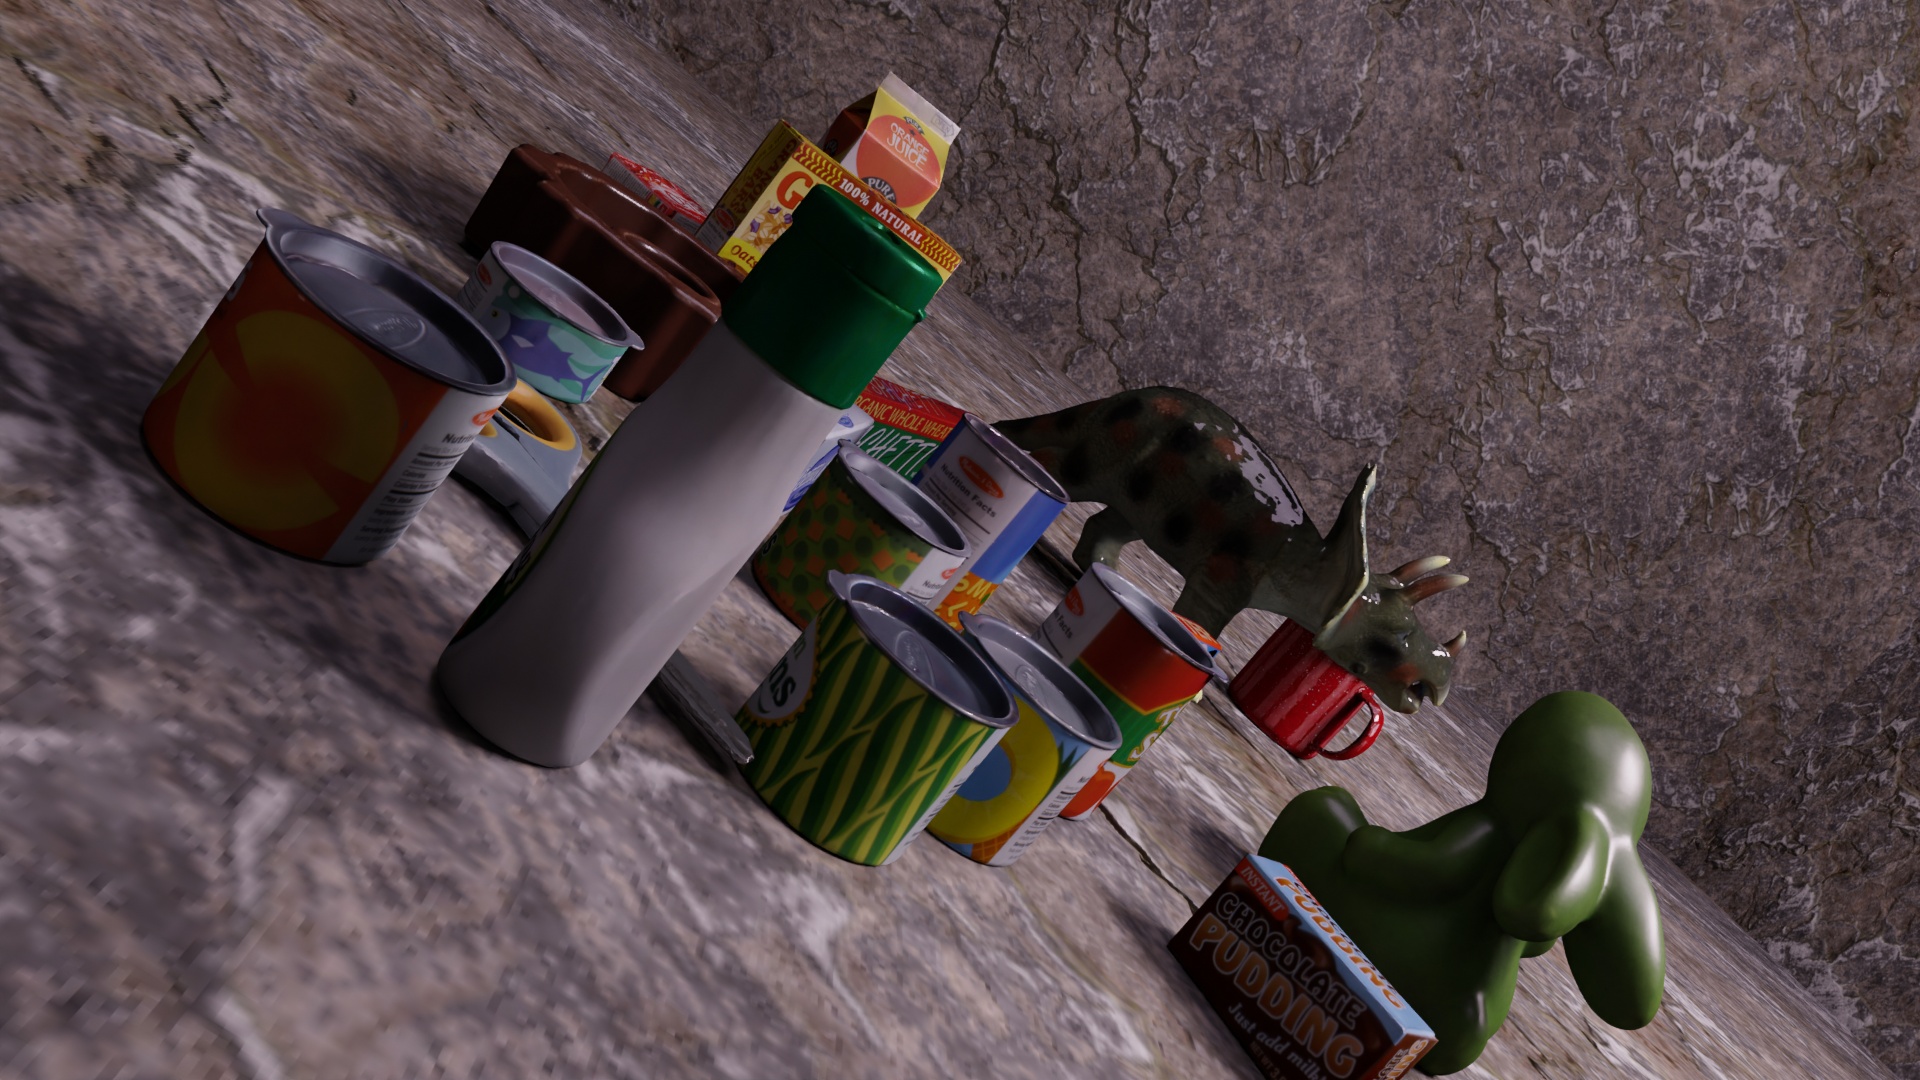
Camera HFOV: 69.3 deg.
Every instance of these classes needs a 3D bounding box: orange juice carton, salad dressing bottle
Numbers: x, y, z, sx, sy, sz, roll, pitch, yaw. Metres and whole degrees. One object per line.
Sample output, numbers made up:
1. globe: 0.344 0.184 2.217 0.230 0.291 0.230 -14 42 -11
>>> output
1. orange juice carton: -0.084 -0.245 1.018 0.071 0.192 0.073 33 13 -31
2. salad dressing bottle: -0.063 -0.014 0.326 0.044 0.147 0.064 39 11 -6

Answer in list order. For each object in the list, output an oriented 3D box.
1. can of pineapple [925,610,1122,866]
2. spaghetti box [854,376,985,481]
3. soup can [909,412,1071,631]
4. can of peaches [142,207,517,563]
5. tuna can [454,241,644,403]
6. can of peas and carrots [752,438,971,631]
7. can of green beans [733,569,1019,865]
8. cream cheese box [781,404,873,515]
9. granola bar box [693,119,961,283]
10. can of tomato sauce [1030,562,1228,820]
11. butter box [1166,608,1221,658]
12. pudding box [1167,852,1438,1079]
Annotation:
1. can of pineapple: 0.010 0.067 0.474 0.071 0.057 0.071 38 11 -9
2. spaghetti box: -0.039 -0.065 0.837 0.029 0.050 0.250 43 12 17
3. soup can: 0.002 -0.008 0.667 0.071 0.083 0.071 38 11 -9
4. can of peaches: -0.157 -0.037 0.344 0.071 0.058 0.071 38 11 -9
5. tuna can: -0.167 -0.086 0.561 0.071 0.032 0.071 38 12 -9
6. can of peas and carrots: -0.041 0.004 0.548 0.071 0.058 0.071 38 11 -9
7. can of green beans: -0.026 0.053 0.412 0.071 0.057 0.071 38 11 -9
8. cream cheese box: -0.072 -0.037 0.618 0.024 0.053 0.104 40 11 0
9. granola bar box: -0.095 -0.186 0.934 0.165 0.124 0.039 26 17 -49
10. can of tomato sauce: 0.054 0.062 0.562 0.071 0.083 0.071 38 11 -9
11. butter box: 0.103 0.062 0.792 0.103 0.053 0.024 26 17 -49
12. pudding box: 0.118 0.157 0.487 0.030 0.049 0.084 28 16 -46
